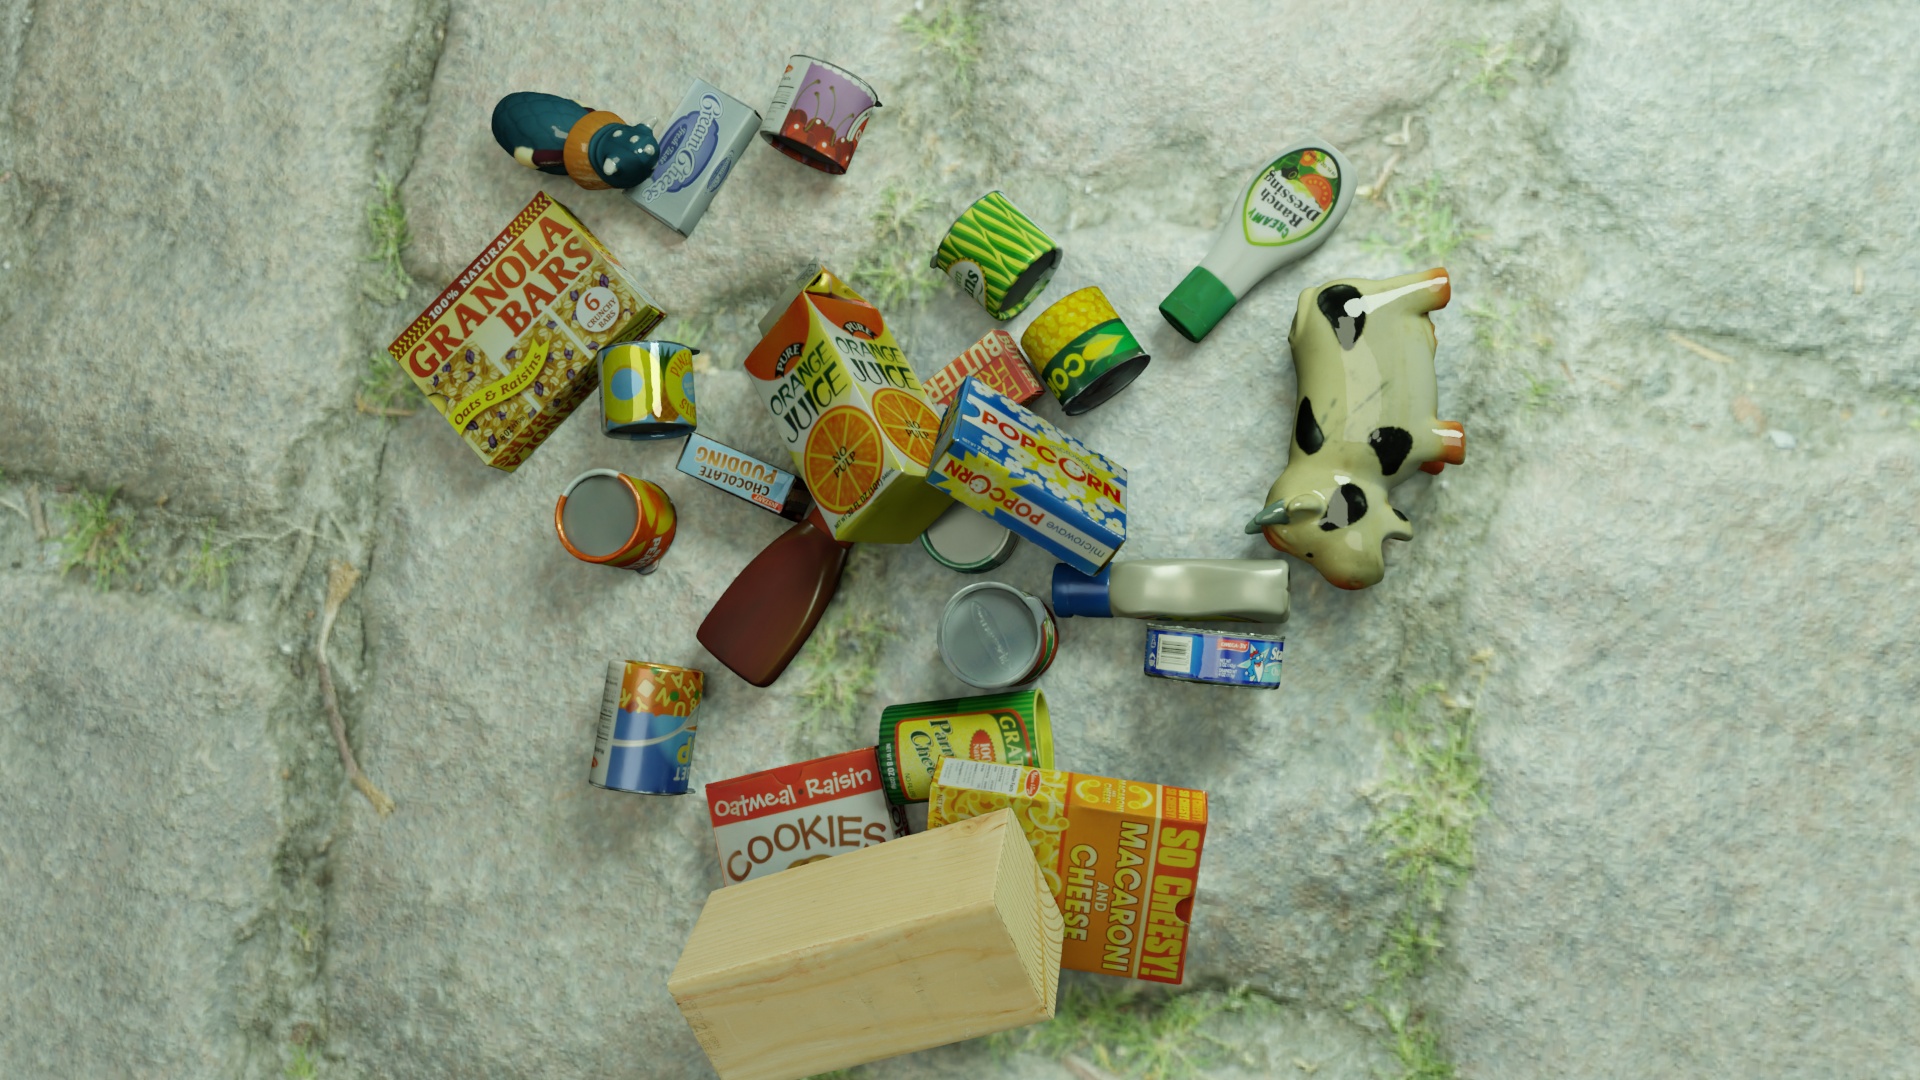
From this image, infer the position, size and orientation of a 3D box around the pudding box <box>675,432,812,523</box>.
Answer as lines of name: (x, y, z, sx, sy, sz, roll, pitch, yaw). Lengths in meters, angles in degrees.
pudding box: (-0.147, -0.043, 0.955, 0.084, 0.049, 0.030, 24, 88, 12)

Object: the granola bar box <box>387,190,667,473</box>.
granola bar box: (-0.315, -0.151, 1.005, 0.165, 0.039, 0.124, -44, 78, 4)

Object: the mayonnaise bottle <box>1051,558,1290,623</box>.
mayonnaise bottle: (0.134, 0.032, 0.886, 0.148, 0.065, 0.041, -1, 86, 15)

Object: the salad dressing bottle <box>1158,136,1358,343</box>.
salad dressing bottle: (0.192, -0.194, 0.905, 0.064, 0.044, 0.147, 44, 94, 11)

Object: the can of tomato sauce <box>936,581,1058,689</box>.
can of tomato sauce: (0.027, 0.060, 0.891, 0.071, 0.083, 0.071, -1, 84, 11)

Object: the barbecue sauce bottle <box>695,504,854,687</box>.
barbecue sauce bottle: (-0.112, 0.025, 0.944, 0.065, 0.043, 0.148, 37, 92, 13)

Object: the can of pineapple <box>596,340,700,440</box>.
can of pineapple: (-0.216, -0.104, 0.966, 0.071, 0.071, 0.058, -6, 84, 11)

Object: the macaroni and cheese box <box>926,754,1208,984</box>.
macaroni and cheese box: (0.062, 0.205, 0.858, 0.166, 0.040, 0.123, 7, 113, 6)

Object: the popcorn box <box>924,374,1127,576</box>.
popcorn box: (0.045, -0.041, 0.874, 0.126, 0.085, 0.038, 30, 123, -12)

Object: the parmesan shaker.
parmesan shaker: (0.005, 0.137, 0.897, 0.103, 0.071, 0.071, -8, 83, 11)

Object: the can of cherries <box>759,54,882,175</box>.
can of cherries: (-0.096, -0.293, 0.963, 0.071, 0.071, 0.058, 22, 89, 13)

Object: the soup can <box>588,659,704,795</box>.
soup can: (-0.209, 0.126, 0.942, 0.071, 0.071, 0.084, 7, 85, 12)

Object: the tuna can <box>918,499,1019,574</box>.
tuna can: (0.003, -0.012, 0.930, 0.071, 0.033, 0.071, -1, 84, 11)

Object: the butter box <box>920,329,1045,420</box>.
butter box: (0.002, -0.091, 0.929, 0.103, 0.024, 0.053, -35, 78, 23)

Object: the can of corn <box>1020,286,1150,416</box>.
can of corn: (0.079, -0.123, 0.908, 0.071, 0.071, 0.058, -34, 78, 6)

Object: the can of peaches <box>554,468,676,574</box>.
can of peaches: (-0.238, -0.012, 0.965, 0.071, 0.058, 0.071, -1, 84, 11)

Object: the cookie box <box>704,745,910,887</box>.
cookie box: (-0.090, 0.229, 0.919, 0.123, 0.040, 0.167, -15, 82, 10)

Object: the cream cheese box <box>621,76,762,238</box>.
cream cheese box: (-0.193, -0.276, 1.001, 0.053, 0.024, 0.104, 34, 91, 12)

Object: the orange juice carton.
orange juice carton: (-0.077, -0.095, 0.914, 0.071, 0.073, 0.193, -44, 63, 29)

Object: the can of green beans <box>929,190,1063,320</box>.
can of green beans: (0.026, -0.189, 0.927, 0.058, 0.071, 0.071, 44, 94, 12)
